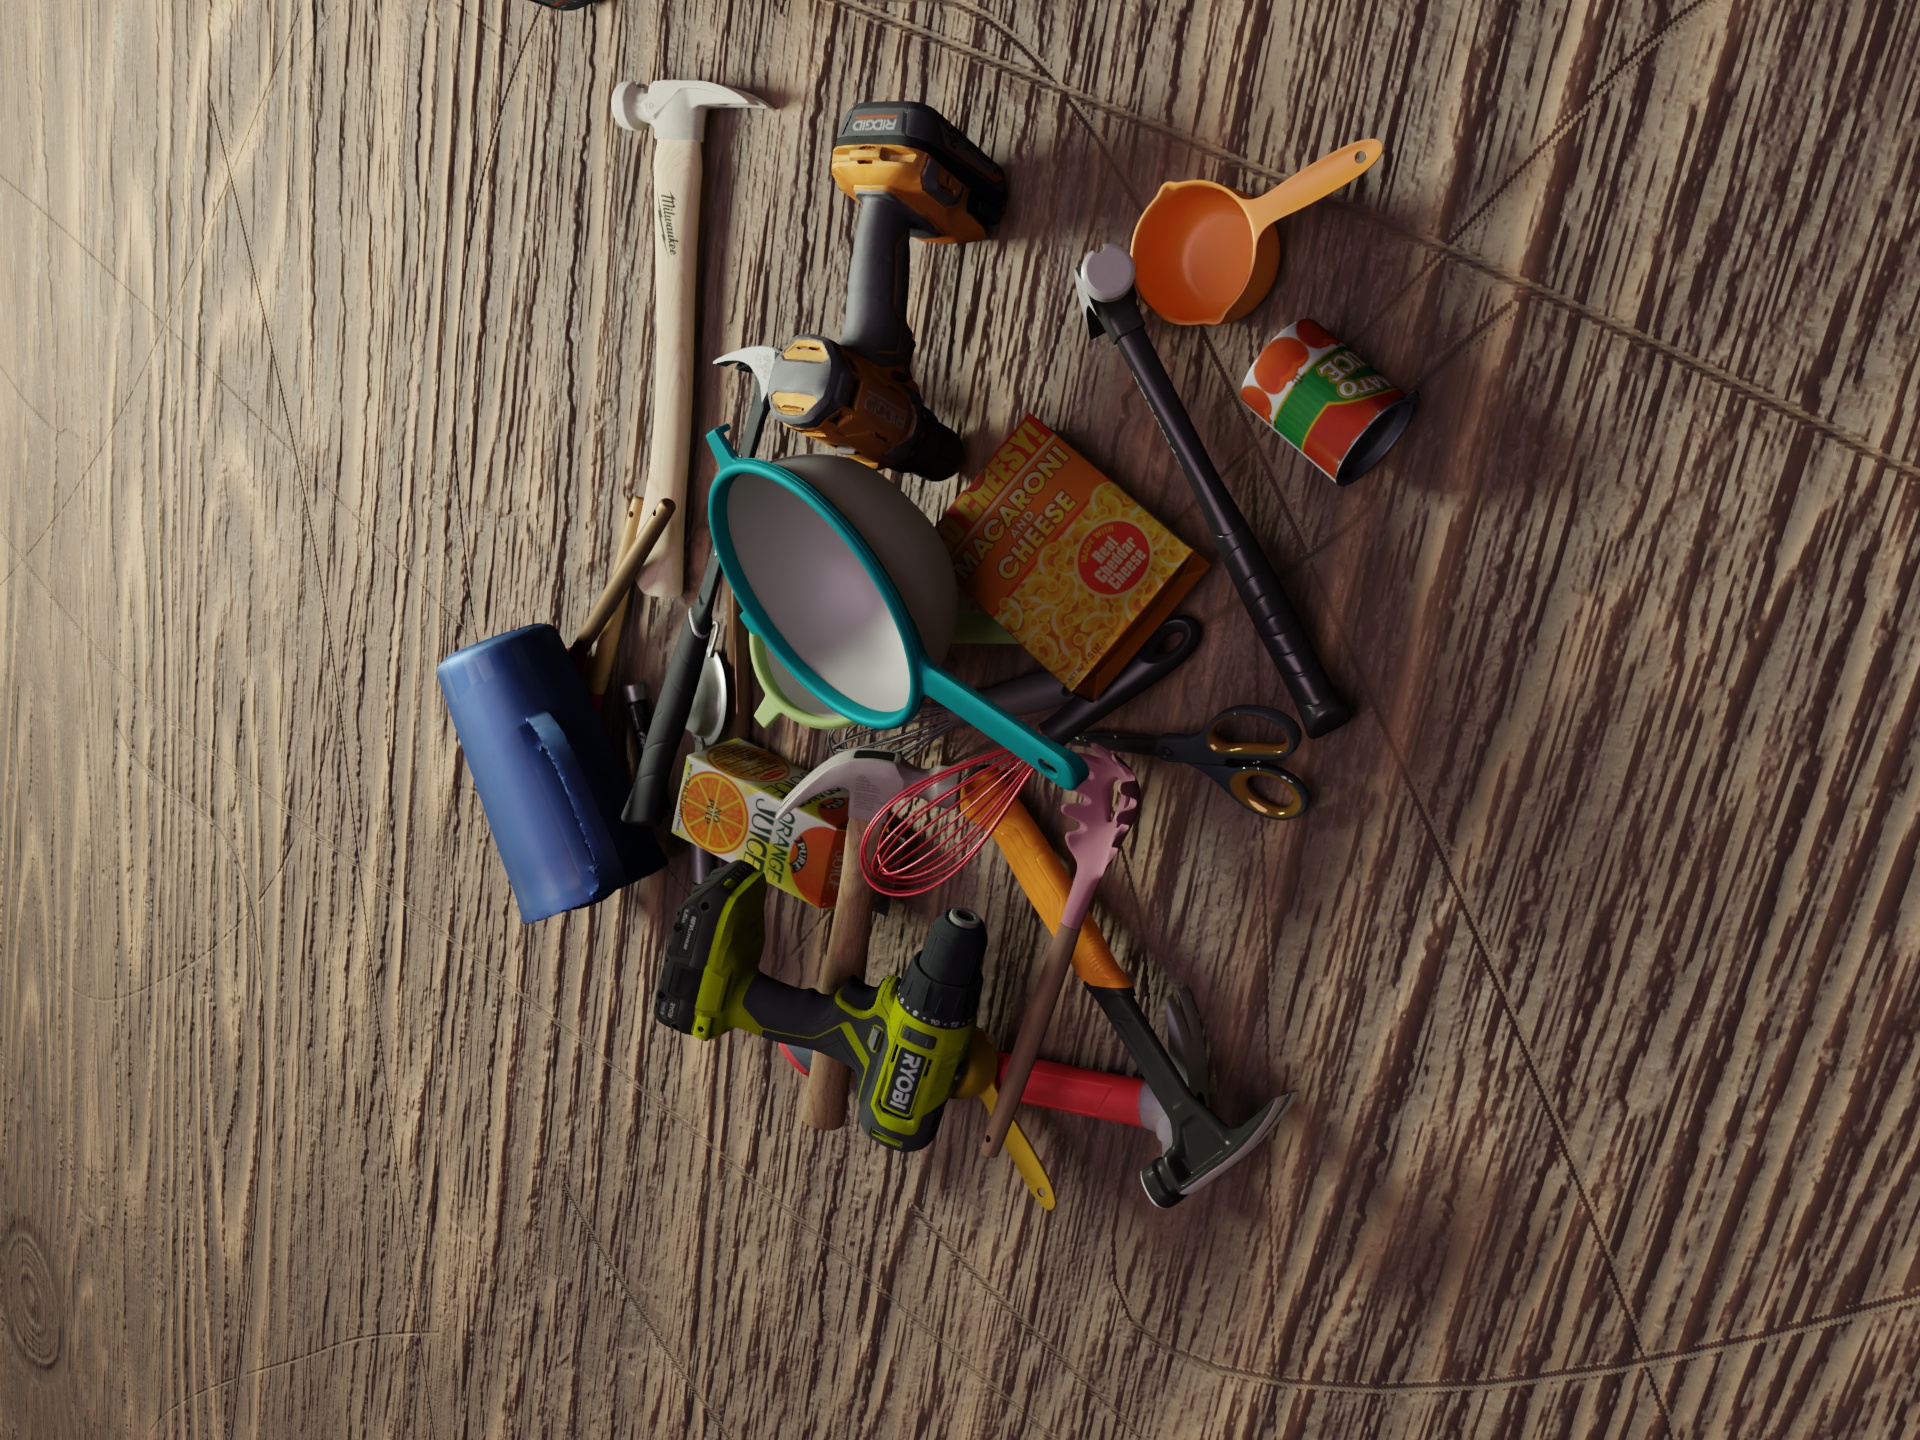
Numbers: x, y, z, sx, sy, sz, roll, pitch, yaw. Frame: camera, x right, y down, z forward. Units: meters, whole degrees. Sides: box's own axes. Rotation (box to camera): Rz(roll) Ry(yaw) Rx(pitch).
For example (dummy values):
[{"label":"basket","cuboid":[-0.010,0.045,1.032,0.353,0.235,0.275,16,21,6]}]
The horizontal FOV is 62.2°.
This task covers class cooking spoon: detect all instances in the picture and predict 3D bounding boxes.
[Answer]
[{"label":"cooking spoon","cuboid":[-0.317,-0.087,1.383,0.318,0.017,0.069,-47,52,40]}]

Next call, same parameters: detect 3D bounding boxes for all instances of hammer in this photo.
[{"label":"hammer","cuboid":[0.012,0.257,1.230,0.386,0.038,0.143,2,99,36]},{"label":"hammer","cuboid":[0.161,-0.139,1.011,0.035,0.146,0.335,-28,94,6]},{"label":"hammer","cuboid":[-0.204,-0.099,1.261,0.149,0.036,0.409,41,117,53]},{"label":"hammer","cuboid":[-0.226,-0.303,1.297,0.146,0.038,0.410,15,108,32]},{"label":"hammer","cuboid":[-0.089,0.174,1.224,0.130,0.031,0.331,11,112,2]},{"label":"hammer","cuboid":[0.097,0.164,1.119,0.127,0.034,0.337,-46,62,27]}]

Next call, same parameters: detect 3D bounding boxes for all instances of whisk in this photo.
[{"label":"whisk","cuboid":[-0.002,-0.003,1.187,0.239,0.055,0.055,-15,90,33]},{"label":"whisk","cuboid":[0.047,0.024,1.104,0.296,0.073,0.073,-39,75,12]}]

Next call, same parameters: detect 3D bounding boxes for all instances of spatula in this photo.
[{"label":"spatula","cuboid":[-0.184,-0.006,1.334,0.060,0.018,0.316,10,106,36]}]

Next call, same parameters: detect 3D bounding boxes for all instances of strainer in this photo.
[{"label":"strainer","cuboid":[-0.035,-0.066,1.188,0.256,0.069,0.151,1,86,27]},{"label":"strainer","cuboid":[-0.025,-0.072,1.062,0.341,0.095,0.210,35,149,27]},{"label":"strainer","cuboid":[-0.225,0.044,1.359,0.087,0.050,0.258,25,119,54]}]

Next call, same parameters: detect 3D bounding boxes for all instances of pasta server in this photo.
[{"label":"pasta server","cuboid":[0.062,0.166,1.102,0.060,0.040,0.316,34,111,48]}]

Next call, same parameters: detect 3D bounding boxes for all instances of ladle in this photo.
[{"label":"ladle","cuboid":[-0.318,-0.049,1.419,0.069,0.031,0.315,27,112,27]}]

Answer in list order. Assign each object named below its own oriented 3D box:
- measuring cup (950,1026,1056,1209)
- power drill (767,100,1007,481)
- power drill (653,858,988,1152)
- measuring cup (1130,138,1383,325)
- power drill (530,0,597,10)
[{"label":"measuring cup","cuboid":[0.022,0.297,1.185,0.062,0.029,0.157,-44,68,32]},{"label":"power drill","cuboid":[-0.036,-0.283,1.101,0.084,0.185,0.226,13,87,34]},{"label":"power drill","cuboid":[-0.095,0.191,1.161,0.228,0.080,0.190,21,113,11]},{"label":"measuring cup","cuboid":[0.190,-0.307,0.983,0.173,0.052,0.095,-23,85,35]},{"label":"power drill","cuboid":[-0.298,-0.697,1.245,0.164,0.084,0.226,-1,94,36]}]
